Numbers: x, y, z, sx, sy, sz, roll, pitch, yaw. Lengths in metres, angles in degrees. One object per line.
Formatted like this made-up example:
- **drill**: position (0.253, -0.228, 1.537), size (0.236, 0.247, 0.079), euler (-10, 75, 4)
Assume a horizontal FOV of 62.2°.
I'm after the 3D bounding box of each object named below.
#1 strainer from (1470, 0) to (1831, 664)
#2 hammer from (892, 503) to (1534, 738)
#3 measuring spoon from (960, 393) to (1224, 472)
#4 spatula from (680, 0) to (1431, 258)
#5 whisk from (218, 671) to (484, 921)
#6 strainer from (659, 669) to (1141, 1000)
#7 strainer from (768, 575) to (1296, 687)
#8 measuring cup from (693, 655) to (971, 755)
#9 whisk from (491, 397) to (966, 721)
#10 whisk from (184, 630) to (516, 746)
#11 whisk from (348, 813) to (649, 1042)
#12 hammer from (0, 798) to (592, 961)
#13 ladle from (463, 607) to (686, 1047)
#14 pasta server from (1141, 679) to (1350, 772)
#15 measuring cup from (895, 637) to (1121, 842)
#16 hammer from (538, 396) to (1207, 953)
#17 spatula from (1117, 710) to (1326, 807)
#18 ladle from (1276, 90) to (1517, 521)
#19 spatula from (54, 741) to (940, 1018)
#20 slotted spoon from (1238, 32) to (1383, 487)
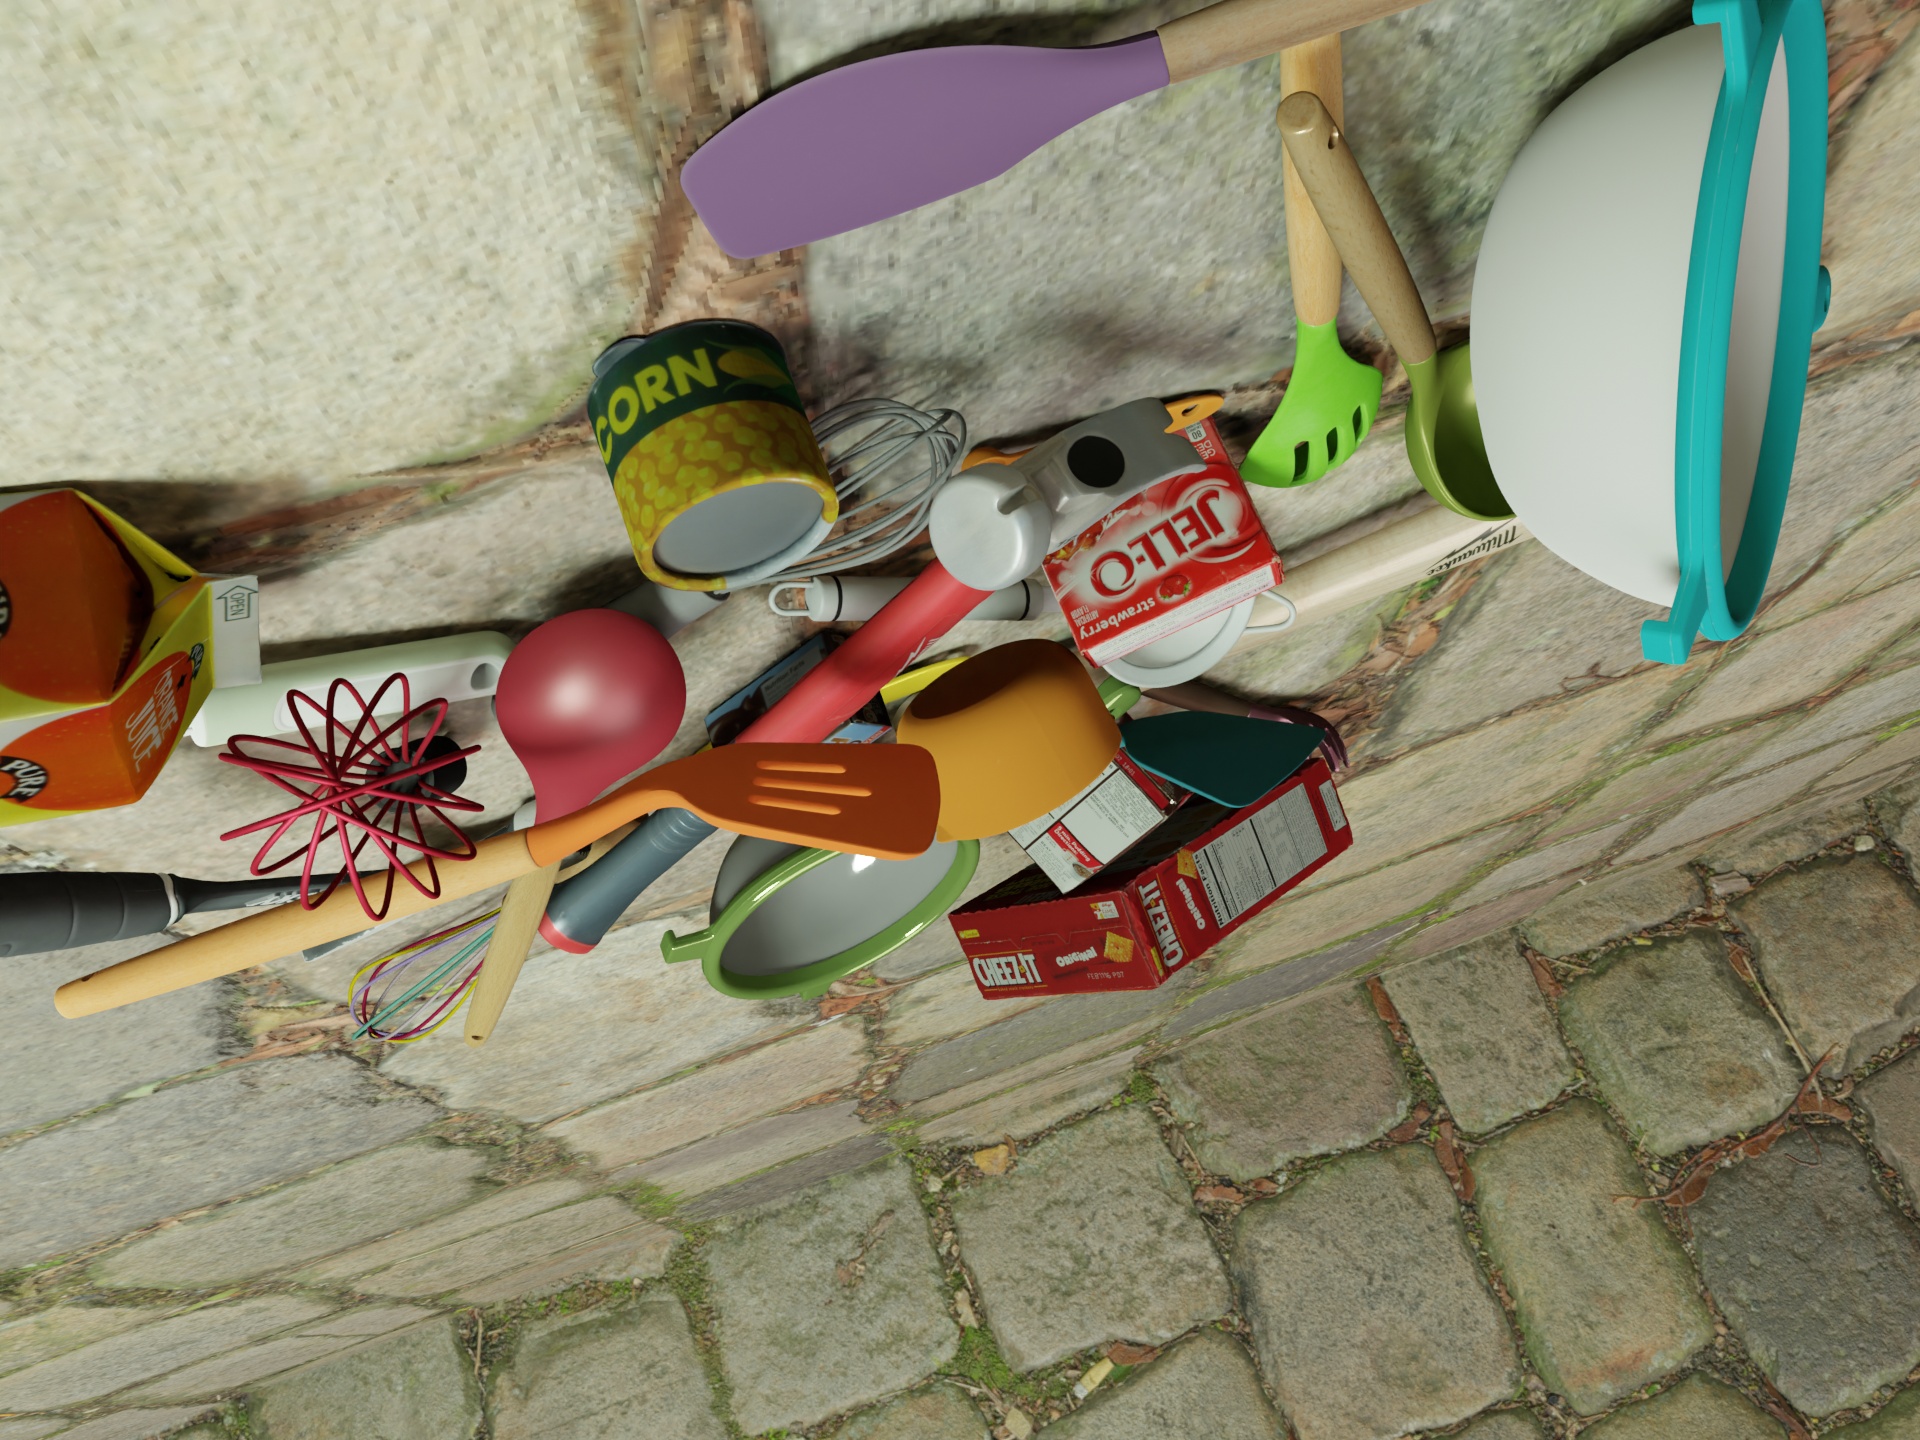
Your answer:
- **strainer**: position (0.262, -0.152, 0.594), size (0.095, 0.211, 0.340), euler (8, -161, 31)
- **hammer**: position (0.163, -0.053, 0.811), size (0.410, 0.038, 0.146), euler (-21, 144, 7)
- **measuring spoon**: position (0.052, -0.114, 0.626), size (0.117, 0.011, 0.021), euler (-19, 160, -17)
- **spatula**: position (0.077, -0.183, 0.414), size (0.316, 0.018, 0.059), euler (-16, 158, 8)
- **whisk**: position (-0.191, 0.021, 0.537), size (0.073, 0.073, 0.296), euler (-16, -176, -13)
- **strainer**: position (-0.029, 0.040, 0.789), size (0.256, 0.069, 0.151), euler (-38, 152, 9)
- **strainer**: position (0.035, -0.056, 0.709), size (0.258, 0.050, 0.086), euler (-2, 118, -29)
- **measuring cup**: position (-0.062, 0.009, 0.789), size (0.156, 0.029, 0.062), euler (-23, 160, 11)
- **whisk**: position (-0.094, -0.050, 0.588), size (0.239, 0.055, 0.055), euler (-28, 159, 28)
- **whisk**: position (-0.269, -0.001, 0.542), size (0.246, 0.059, 0.057), euler (-13, 131, -33)
- **whisk**: position (-0.253, 0.110, 0.851), size (0.245, 0.047, 0.051), euler (-37, 167, 26)
- **hammer**: position (-0.290, 0.067, 0.590), size (0.149, 0.036, 0.409), euler (-22, 173, 10)
- **ladle**: position (-0.181, 0.065, 0.674), size (0.069, 0.031, 0.315), euler (12, 139, -19)
- **pasta server**: position (0.160, -0.002, 0.972), size (0.060, 0.040, 0.316), euler (-10, 167, 33)
- **measuring cup**: position (-0.001, -0.002, 0.699), size (0.095, 0.052, 0.174), euler (-35, -159, -17)
- **hammer**: position (-0.063, 0.000, 0.653), size (0.386, 0.038, 0.143), euler (-38, 177, 40)
- **spatula**: position (0.043, 0.039, 0.846), size (0.317, 0.044, 0.082), euler (-19, -168, 48)
- **ladle**: position (0.169, -0.140, 0.565), size (0.062, 0.078, 0.320), euler (18, 180, 27)
- **spatula**: position (-0.165, 0.059, 0.552), size (0.322, 0.041, 0.081), euler (-18, -156, 7)
- **slotted spoon**: position (0.123, -0.157, 0.557), size (0.070, 0.031, 0.313), euler (-33, 158, 1)
